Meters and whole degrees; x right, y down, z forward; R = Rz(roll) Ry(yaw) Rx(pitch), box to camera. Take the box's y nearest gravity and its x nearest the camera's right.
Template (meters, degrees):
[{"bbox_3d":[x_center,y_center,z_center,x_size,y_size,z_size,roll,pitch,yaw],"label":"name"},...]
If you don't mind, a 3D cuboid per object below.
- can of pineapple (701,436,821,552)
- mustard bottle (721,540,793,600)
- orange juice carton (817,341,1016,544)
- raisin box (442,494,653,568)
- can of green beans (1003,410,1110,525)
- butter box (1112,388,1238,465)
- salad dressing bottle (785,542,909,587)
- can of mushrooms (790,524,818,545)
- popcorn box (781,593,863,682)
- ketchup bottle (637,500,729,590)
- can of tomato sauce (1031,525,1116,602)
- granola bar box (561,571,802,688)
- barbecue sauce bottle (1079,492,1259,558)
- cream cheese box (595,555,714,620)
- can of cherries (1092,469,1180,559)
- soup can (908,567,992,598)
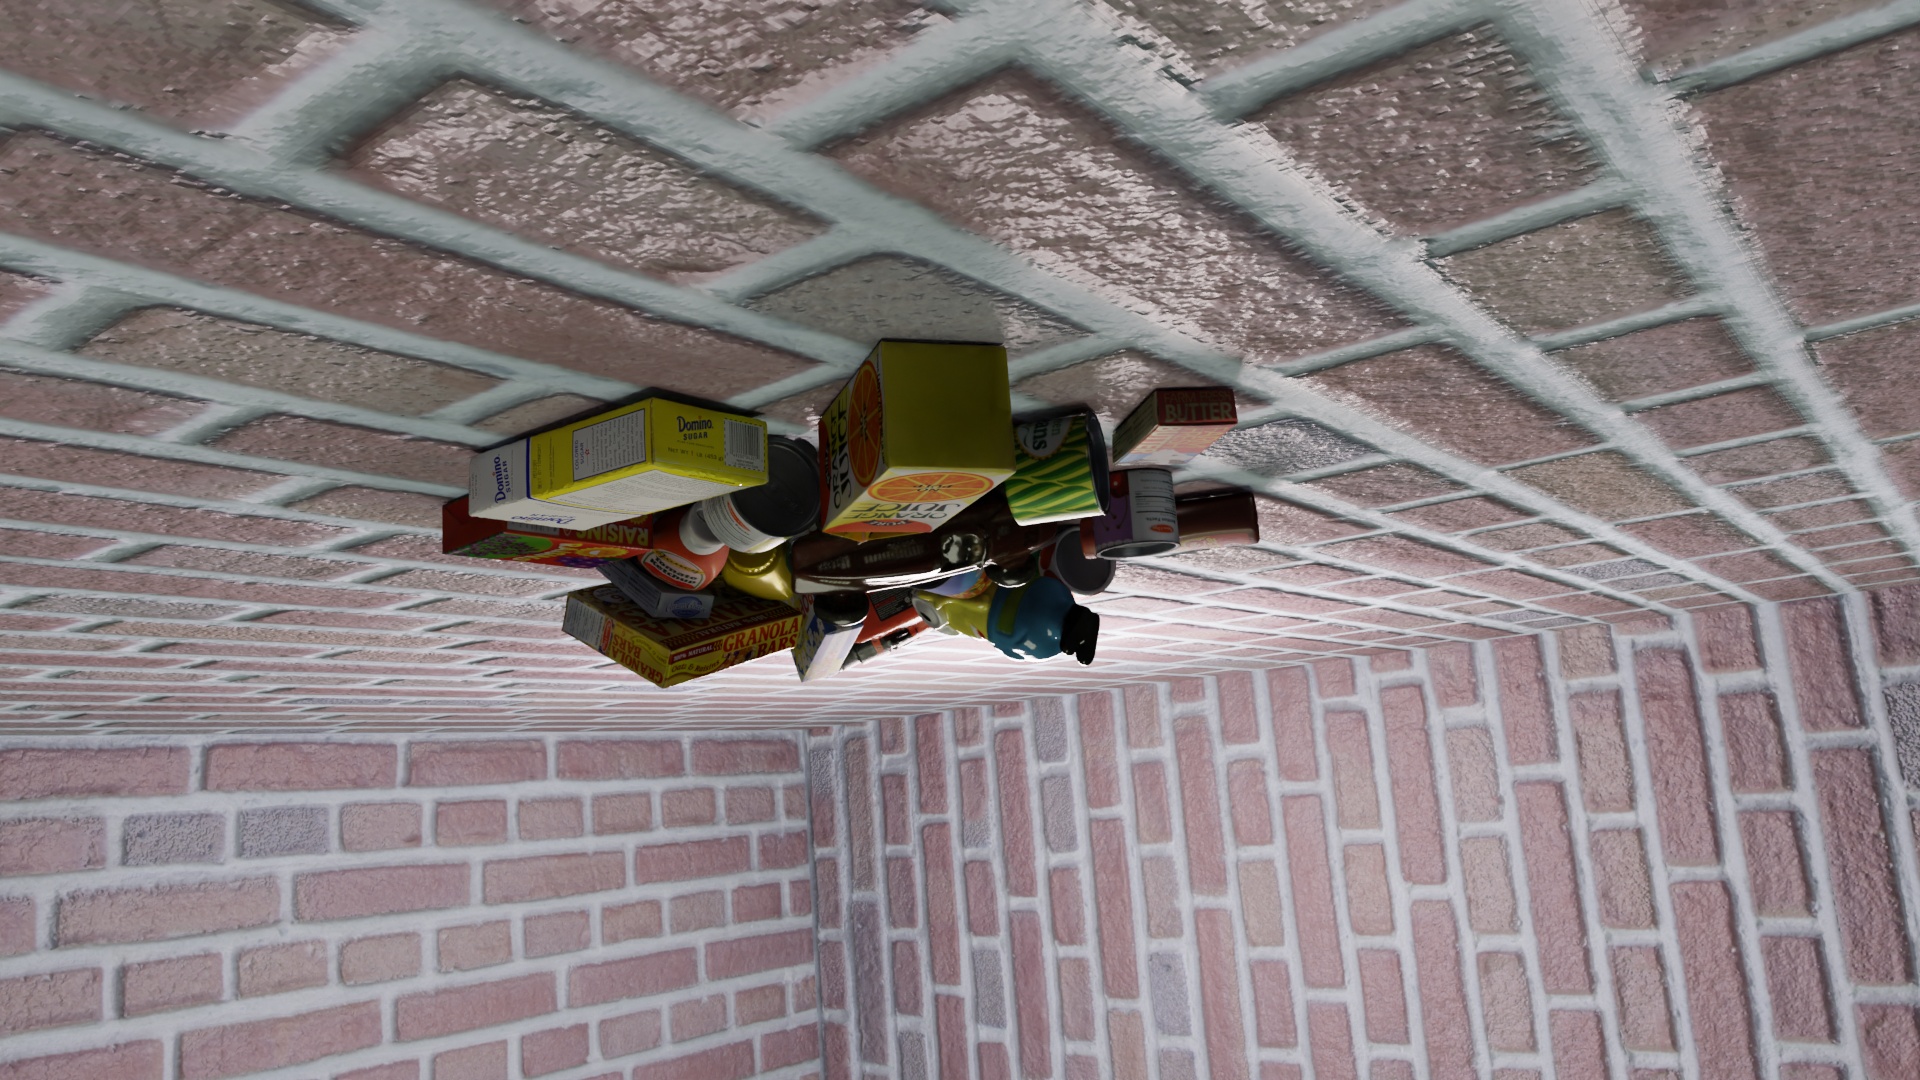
[{"bbox_3d":[-0.127,-0.030,0.902,0.071,0.071,0.057,2,168,-29],"label":"can of pineapple"},{"bbox_3d":[-0.168,0.015,1.153,0.065,0.049,0.160,9,167,-2],"label":"mustard bottle"},{"bbox_3d":[-0.036,-0.051,0.811,0.073,0.072,0.192,0,168,-19],"label":"orange juice carton"},{"bbox_3d":[-0.297,-0.009,1.006,0.086,0.040,0.123,-15,164,40],"label":"raisin box"},{"bbox_3d":[0.062,-0.046,0.894,0.058,0.071,0.071,-7,169,15],"label":"can of green beans"},{"bbox_3d":[0.137,-0.072,0.898,0.053,0.024,0.103,-2,169,-10],"label":"butter box"},{"bbox_3d":[-0.088,0.016,1.176,0.064,0.044,0.148,14,-175,32],"label":"salad dressing bottle"},{"bbox_3d":[-0.097,-0.014,1.079,0.071,0.033,0.071,-4,168,-1],"label":"can of mushrooms"},{"bbox_3d":[-0.131,0.068,1.272,0.038,0.085,0.126,-13,159,-23],"label":"popcorn box"},{"bbox_3d":[-0.205,0.000,1.065,0.065,0.044,0.148,29,158,-14],"label":"ketchup bottle"},{"bbox_3d":[0.097,0.028,1.282,0.071,0.071,0.083,0,168,-22],"label":"can of tomato sauce"},{"bbox_3d":[-0.236,0.069,1.195,0.124,0.039,0.166,24,-159,28],"label":"granola bar box"},{"bbox_3d":[0.178,-0.011,1.184,0.148,0.044,0.065,-7,170,14],"label":"barbecue sauce bottle"},{"bbox_3d":[-0.256,0.036,1.163,0.053,0.024,0.104,6,-163,-45],"label":"cream cheese box"},{"bbox_3d":[0.133,-0.020,1.081,0.071,0.058,0.071,-5,169,-1],"label":"can of cherries"},{"bbox_3d":[-0.010,0.011,1.166,0.071,0.071,0.084,-9,169,22],"label":"soup can"}]
